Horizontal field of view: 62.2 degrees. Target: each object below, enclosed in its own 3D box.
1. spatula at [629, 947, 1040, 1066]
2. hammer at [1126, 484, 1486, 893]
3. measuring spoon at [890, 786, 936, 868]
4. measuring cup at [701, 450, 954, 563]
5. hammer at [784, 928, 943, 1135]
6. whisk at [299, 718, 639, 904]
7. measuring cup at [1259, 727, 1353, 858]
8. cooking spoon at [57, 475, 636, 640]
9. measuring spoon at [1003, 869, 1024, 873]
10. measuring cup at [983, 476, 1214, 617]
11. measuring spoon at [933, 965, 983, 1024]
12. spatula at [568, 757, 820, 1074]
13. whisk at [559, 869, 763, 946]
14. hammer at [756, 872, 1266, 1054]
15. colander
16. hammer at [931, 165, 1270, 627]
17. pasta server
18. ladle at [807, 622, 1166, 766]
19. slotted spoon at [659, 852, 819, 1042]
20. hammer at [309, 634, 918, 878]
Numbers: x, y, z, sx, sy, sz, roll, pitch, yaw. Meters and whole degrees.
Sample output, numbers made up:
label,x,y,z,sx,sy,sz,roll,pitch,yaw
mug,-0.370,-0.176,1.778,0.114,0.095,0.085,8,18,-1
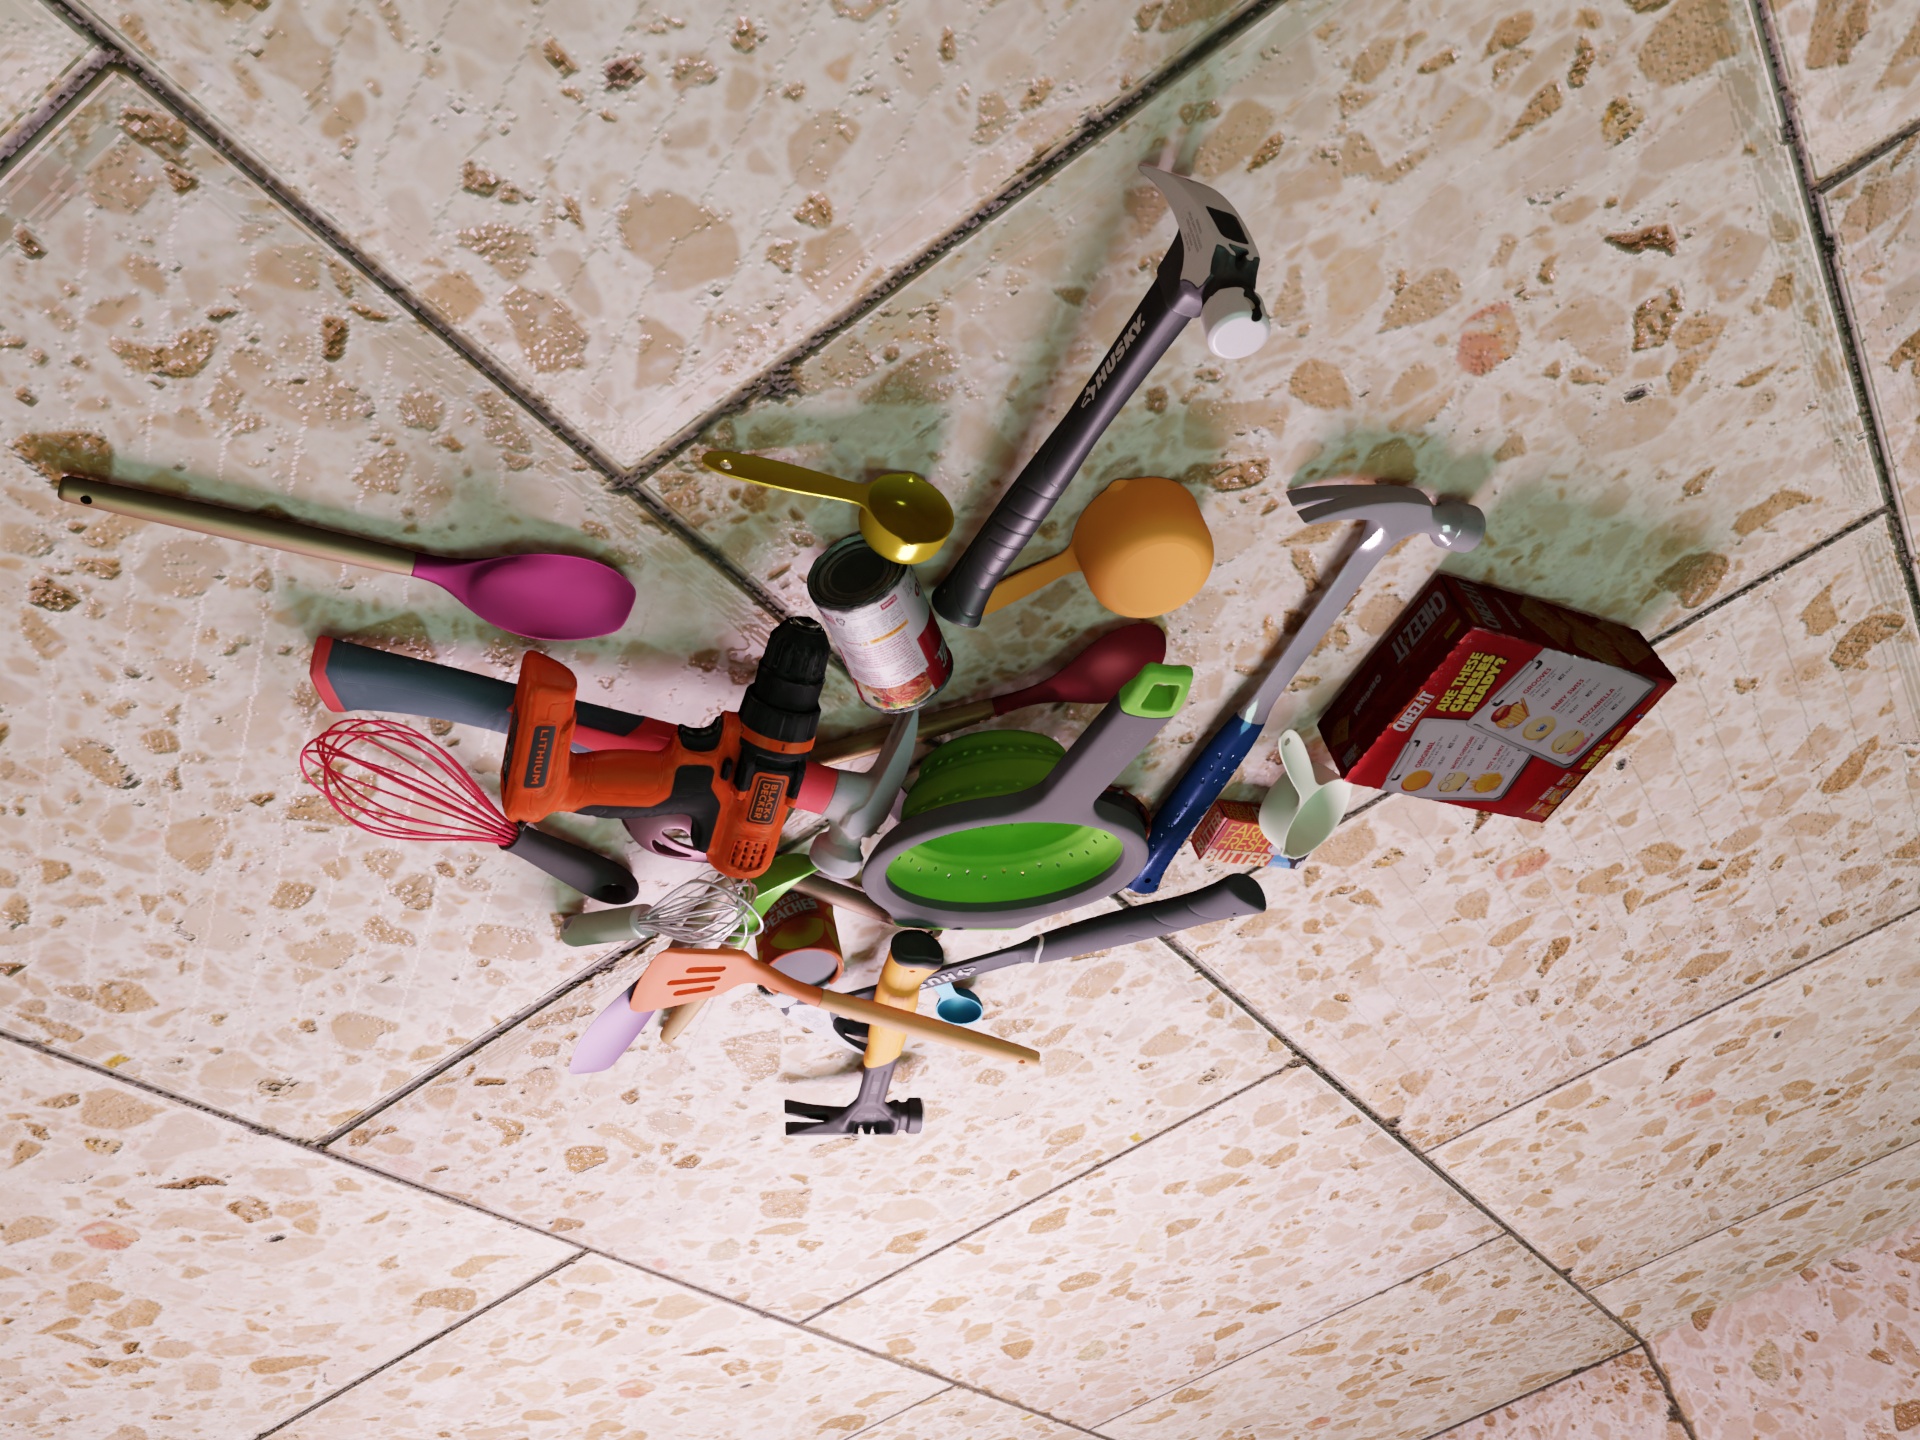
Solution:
label,x,y,z,sx,sy,sz,roll,pitch,yaw
spatula,-0.085,0.224,1.204,0.322,0.041,0.081,19,131,-17
hammer,0.217,-0.012,1.182,0.144,0.035,0.405,8,132,-25
measuring spoon,-0.036,0.073,1.210,0.034,0.018,0.124,-27,130,11
measuring cup,-0.081,-0.132,0.960,0.156,0.062,0.029,12,141,-14
hammer,-0.070,0.267,1.319,0.127,0.034,0.336,2,143,-10
whisk,-0.323,0.071,1.086,0.073,0.073,0.295,-33,142,16
measuring cup,0.254,0.044,1.221,0.083,0.038,0.167,-44,142,-8
cooking spoon,-0.346,-0.098,0.928,0.318,0.017,0.068,11,130,-28
measuring spoon,0.045,0.113,1.280,0.021,0.011,0.116,7,136,-24
measuring cup,0.084,-0.091,1.043,0.173,0.052,0.095,-25,137,6
measuring spoon,-0.017,0.217,1.365,0.042,0.021,0.128,-14,130,18
spatula,-0.195,0.149,1.161,0.316,0.018,0.059,-52,150,17
whisk,-0.218,0.141,1.126,0.246,0.058,0.059,-14,127,48
hammer,0.047,0.193,1.288,0.409,0.036,0.149,-18,141,18
colander,0.054,0.032,1.079,0.204,0.095,0.397,4,151,-19
hammer,0.064,-0.167,0.930,0.035,0.146,0.334,9,143,-25
pasta server,-0.126,0.116,1.217,0.060,0.040,0.316,-41,136,24
ladle,-0.002,-0.004,1.130,0.315,0.031,0.069,-16,140,2
slotted spoon,-0.182,0.181,1.229,0.070,0.031,0.313,-23,160,-40
hammer,-0.217,-0.003,1.034,0.386,0.038,0.143,16,110,-24
